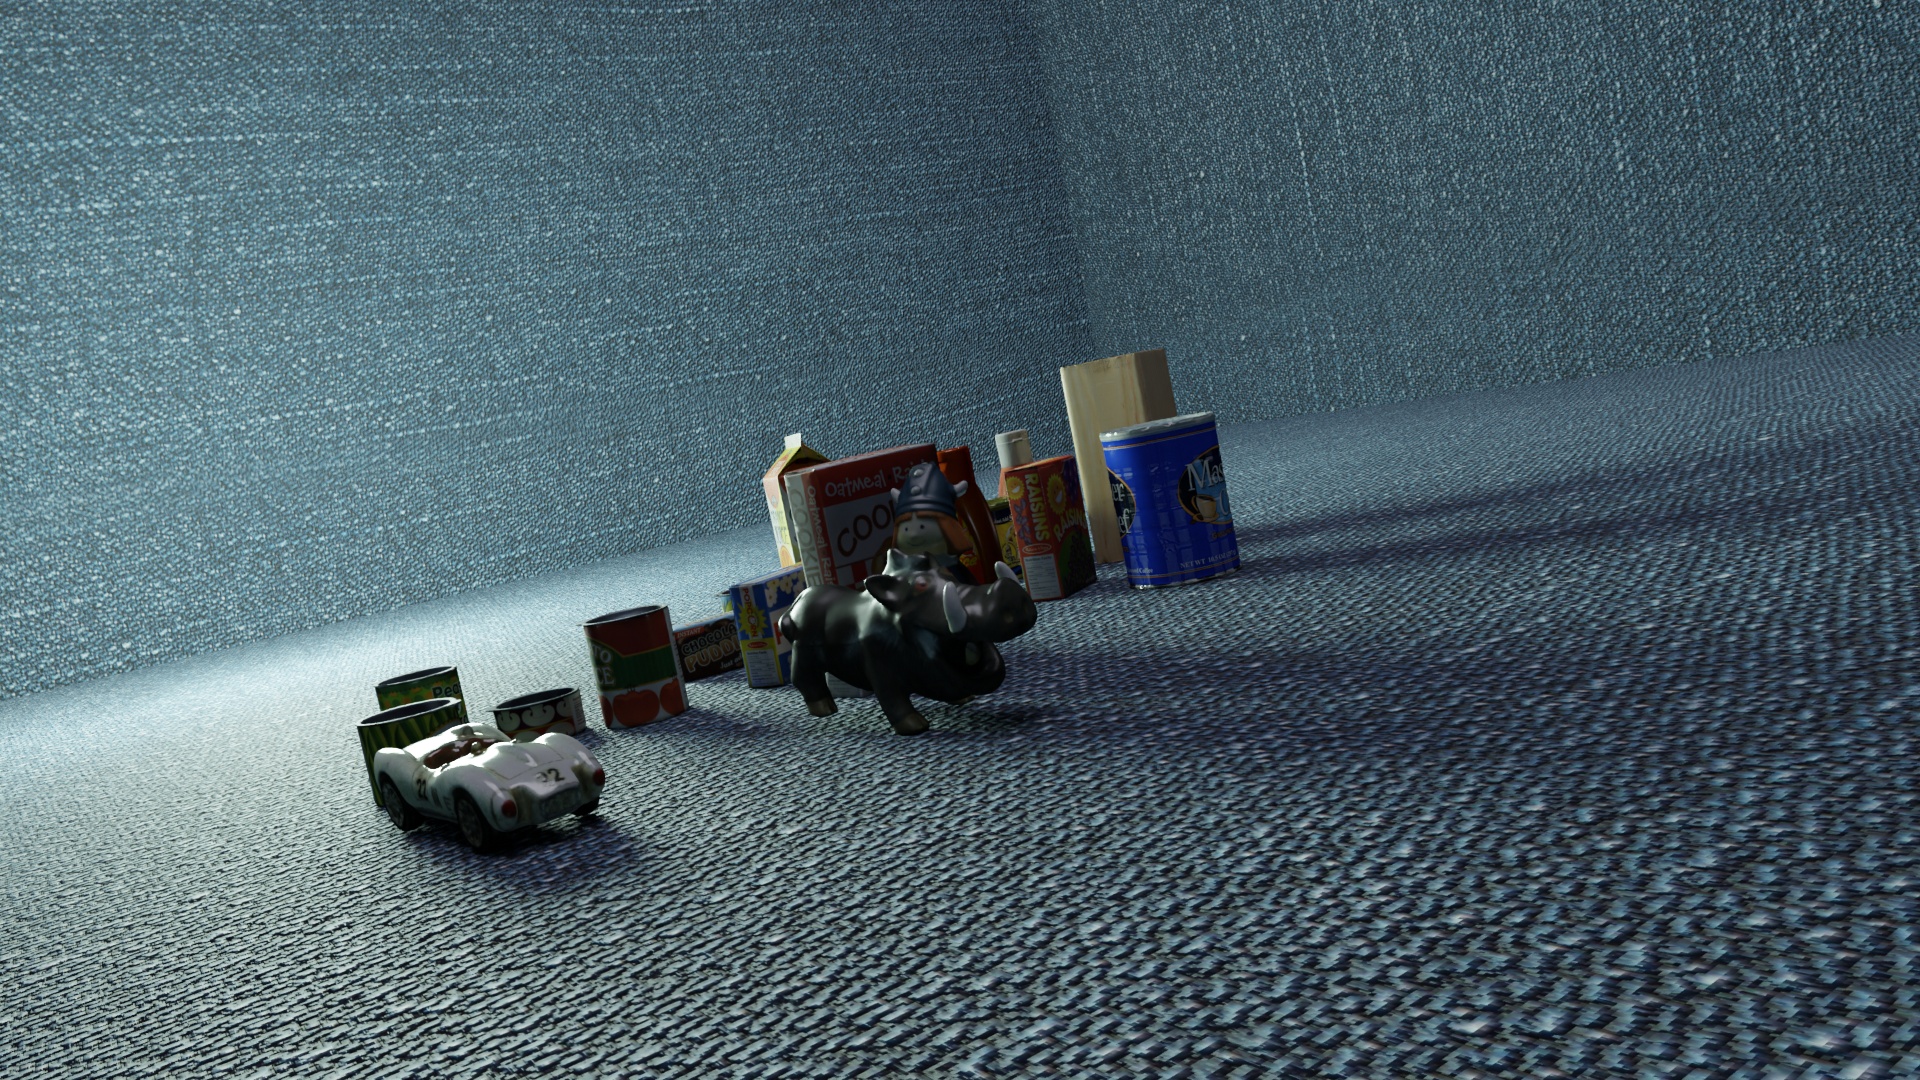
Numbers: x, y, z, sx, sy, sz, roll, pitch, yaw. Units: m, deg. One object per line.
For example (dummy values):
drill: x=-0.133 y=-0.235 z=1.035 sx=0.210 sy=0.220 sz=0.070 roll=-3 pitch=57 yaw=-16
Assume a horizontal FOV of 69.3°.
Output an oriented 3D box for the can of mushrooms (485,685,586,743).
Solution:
can of mushrooms: x=-0.326 y=0.137 z=1.069 sx=0.071 sy=0.033 sz=0.071 roll=-11 pitch=5 yaw=1

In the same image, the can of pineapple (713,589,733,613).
can of pineapple: x=-0.195 y=0.072 z=1.332 sx=0.071 sy=0.057 sz=0.071 roll=-11 pitch=5 yaw=1

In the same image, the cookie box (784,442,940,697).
cookie box: x=-0.058 y=0.019 z=1.030 sx=0.040 sy=0.167 sz=0.123 roll=-6 pitch=7 yaw=44

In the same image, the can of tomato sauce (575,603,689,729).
can of tomato sauce: x=-0.251 y=0.096 z=1.068 sx=0.071 sy=0.083 sz=0.071 roll=-11 pitch=5 yaw=1

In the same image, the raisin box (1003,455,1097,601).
raisin box: x=0.085 y=-0.012 z=1.285 sx=0.040 sy=0.123 sz=0.086 roll=-9 pitch=6 yaw=29

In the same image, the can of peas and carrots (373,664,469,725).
can of peas and carrots: x=-0.443 y=0.139 z=1.151 sx=0.071 sy=0.058 sz=0.071 roll=-11 pitch=5 yaw=1

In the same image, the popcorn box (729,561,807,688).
popcorn box: x=-0.132 y=0.064 z=1.145 sx=0.038 sy=0.085 sz=0.127 roll=-8 pitch=6 yaw=29

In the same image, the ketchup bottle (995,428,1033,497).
ketchup bottle: x=0.070 y=-0.048 z=1.537 sx=0.065 sy=0.148 sz=0.043 roll=-13 pitch=5 yaw=-15

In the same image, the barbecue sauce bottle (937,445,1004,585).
barbecue sauce bottle: x=0.005 y=-0.017 z=1.362 sx=0.065 sy=0.148 sz=0.044 roll=-6 pitch=7 yaw=45

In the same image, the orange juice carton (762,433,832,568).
orange juice carton: x=-0.170 y=-0.025 z=1.565 sx=0.073 sy=0.192 sz=0.072 roll=-13 pitch=5 yaw=-20

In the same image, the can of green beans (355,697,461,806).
can of green beans: x=-0.375 y=0.145 z=0.957 sx=0.071 sy=0.057 sz=0.071 roll=-11 pitch=5 yaw=1

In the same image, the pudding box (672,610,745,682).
pudding box: x=-0.213 y=0.090 z=1.224 sx=0.084 sy=0.049 sz=0.030 roll=-14 pitch=6 yaw=-26
